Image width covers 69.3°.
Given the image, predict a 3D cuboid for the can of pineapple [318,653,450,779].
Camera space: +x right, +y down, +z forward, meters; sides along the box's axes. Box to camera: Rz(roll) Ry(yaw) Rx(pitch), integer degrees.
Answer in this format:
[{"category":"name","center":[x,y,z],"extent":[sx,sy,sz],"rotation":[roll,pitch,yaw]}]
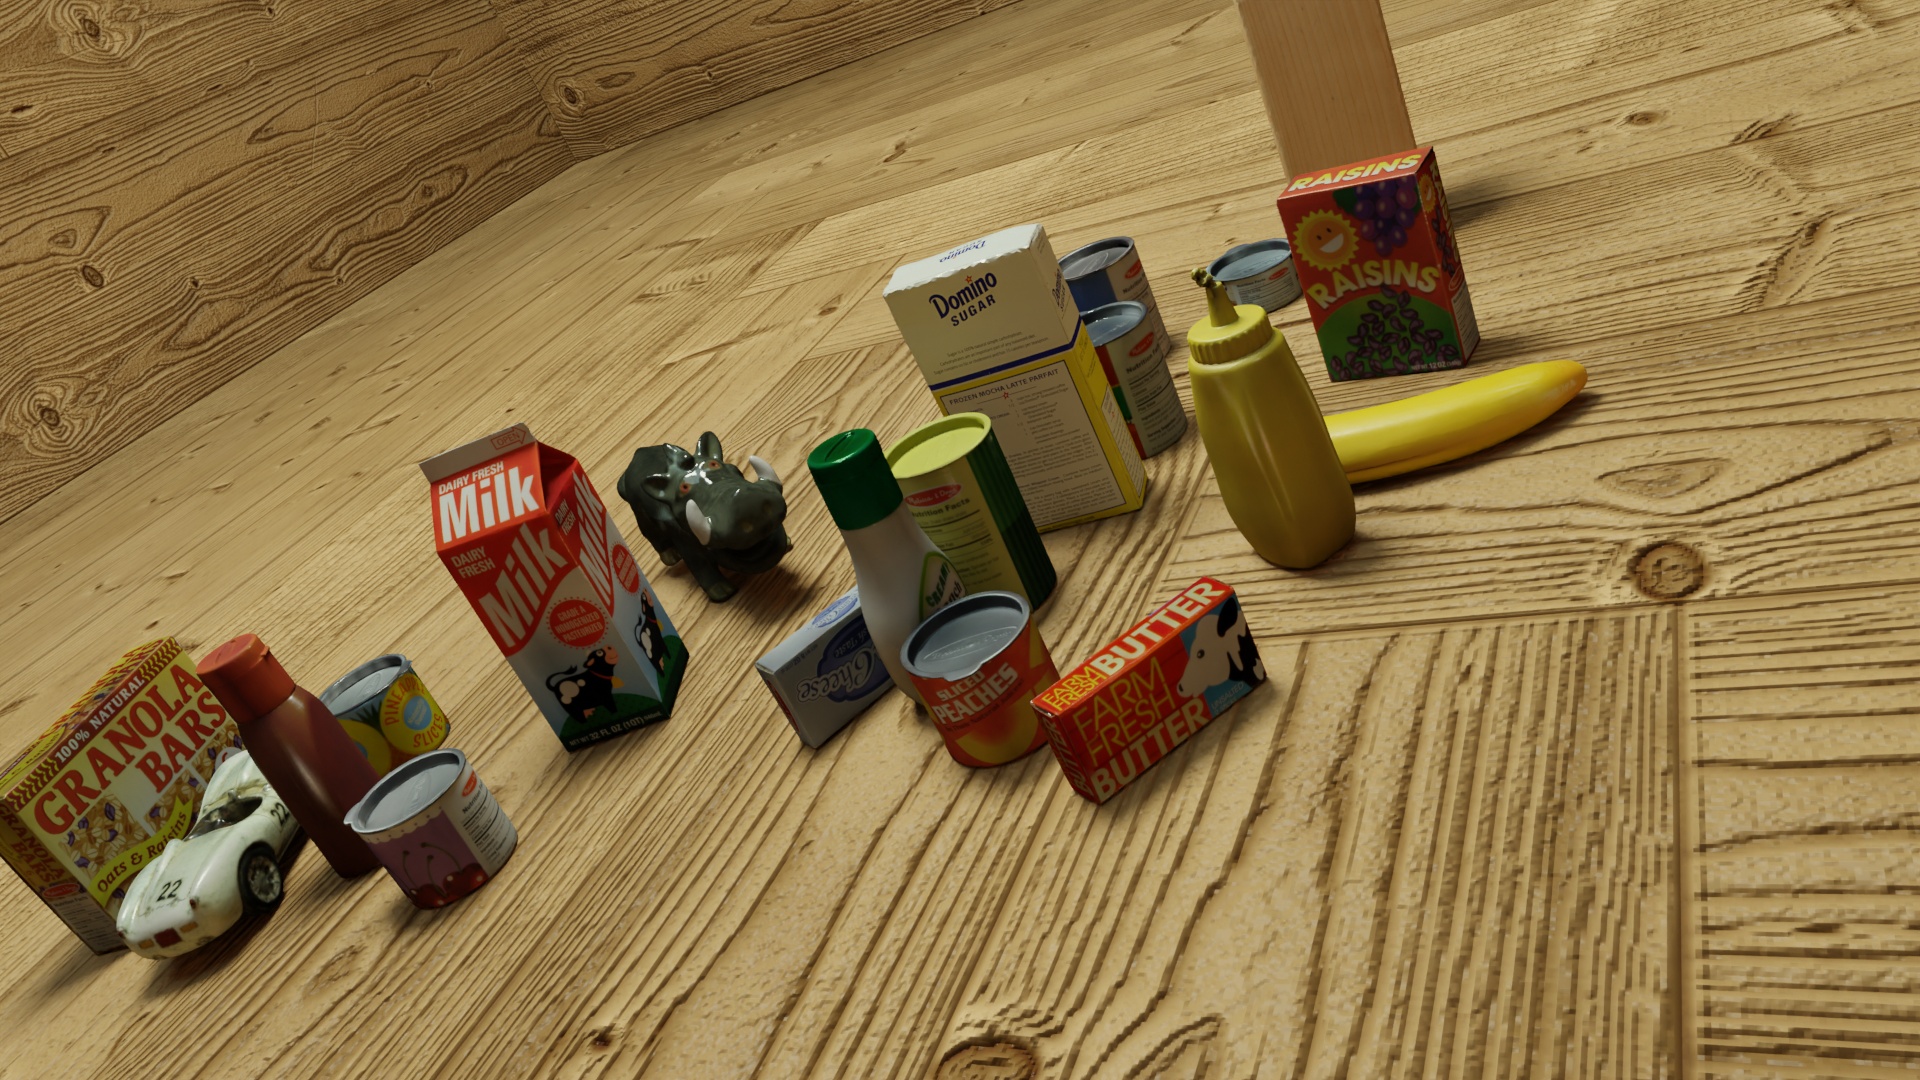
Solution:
[{"category":"can of pineapple","center":[-0.379,0.117,0.914],"extent":[0.071,0.057,0.071],"rotation":[-20,26,10]}]

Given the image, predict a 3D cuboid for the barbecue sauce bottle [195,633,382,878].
[{"category":"barbecue sauce bottle","center":[-0.378,0.122,0.800],"extent":[0.044,0.148,0.065],"rotation":[-26,25,-1]}]

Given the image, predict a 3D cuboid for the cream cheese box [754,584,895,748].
[{"category":"cream cheese box","center":[-0.056,0.059,0.747],"extent":[0.104,0.053,0.024],"rotation":[-38,28,-26]}]

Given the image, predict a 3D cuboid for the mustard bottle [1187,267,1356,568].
[{"category":"mustard bottle","center":[0.145,-0.063,0.679],"extent":[0.049,0.159,0.065],"rotation":[-33,26,-15]}]

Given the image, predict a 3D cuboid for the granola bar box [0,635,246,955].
[{"category":"granola bar box","center":[-0.529,0.159,0.889],"extent":[0.039,0.123,0.166],"rotation":[-18,26,15]}]

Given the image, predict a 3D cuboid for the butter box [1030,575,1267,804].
[{"category":"butter box","center":[0.085,0.065,0.613],"extent":[0.104,0.053,0.024],"rotation":[-33,27,-17]}]

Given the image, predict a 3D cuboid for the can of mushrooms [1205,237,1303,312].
[{"category":"can of mushrooms","center":[0.213,-0.191,1.006],"extent":[0.071,0.033,0.071],"rotation":[-20,26,10]}]

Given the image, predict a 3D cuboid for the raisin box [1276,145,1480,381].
[{"category":"raisin box","center":[0.246,-0.159,0.815],"extent":[0.086,0.123,0.040],"rotation":[-2,34,39]}]

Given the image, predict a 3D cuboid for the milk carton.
[{"category":"milk carton","center":[-0.238,0.023,0.816],"extent":[0.072,0.190,0.074],"rotation":[-20,26,10]}]

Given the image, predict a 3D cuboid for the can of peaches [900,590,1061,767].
[{"category":"can of peaches","center":[0.012,0.068,0.666],"extent":[0.071,0.058,0.071],"rotation":[-20,26,10]}]

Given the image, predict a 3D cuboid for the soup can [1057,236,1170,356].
[{"category":"soup can","center":[0.104,-0.165,0.995],"extent":[0.071,0.083,0.072],"rotation":[-20,26,10]}]

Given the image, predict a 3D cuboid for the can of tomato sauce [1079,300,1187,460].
[{"category":"can of tomato sauce","center":[0.098,-0.099,0.877],"extent":[0.071,0.082,0.071],"rotation":[-20,26,10]}]

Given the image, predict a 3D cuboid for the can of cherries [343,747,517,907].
[{"category":"can of cherries","center":[-0.288,0.157,0.757],"extent":[0.071,0.058,0.072],"rotation":[-20,26,10]}]

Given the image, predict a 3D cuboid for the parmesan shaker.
[{"category":"parmesan shaker","center":[0.003,-0.010,0.768],"extent":[0.071,0.102,0.071],"rotation":[-20,26,10]}]

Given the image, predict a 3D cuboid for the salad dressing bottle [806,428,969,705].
[{"category":"salad dressing bottle","center":[-0.031,0.015,0.700],"extent":[0.044,0.147,0.064],"rotation":[-8,30,32]}]
